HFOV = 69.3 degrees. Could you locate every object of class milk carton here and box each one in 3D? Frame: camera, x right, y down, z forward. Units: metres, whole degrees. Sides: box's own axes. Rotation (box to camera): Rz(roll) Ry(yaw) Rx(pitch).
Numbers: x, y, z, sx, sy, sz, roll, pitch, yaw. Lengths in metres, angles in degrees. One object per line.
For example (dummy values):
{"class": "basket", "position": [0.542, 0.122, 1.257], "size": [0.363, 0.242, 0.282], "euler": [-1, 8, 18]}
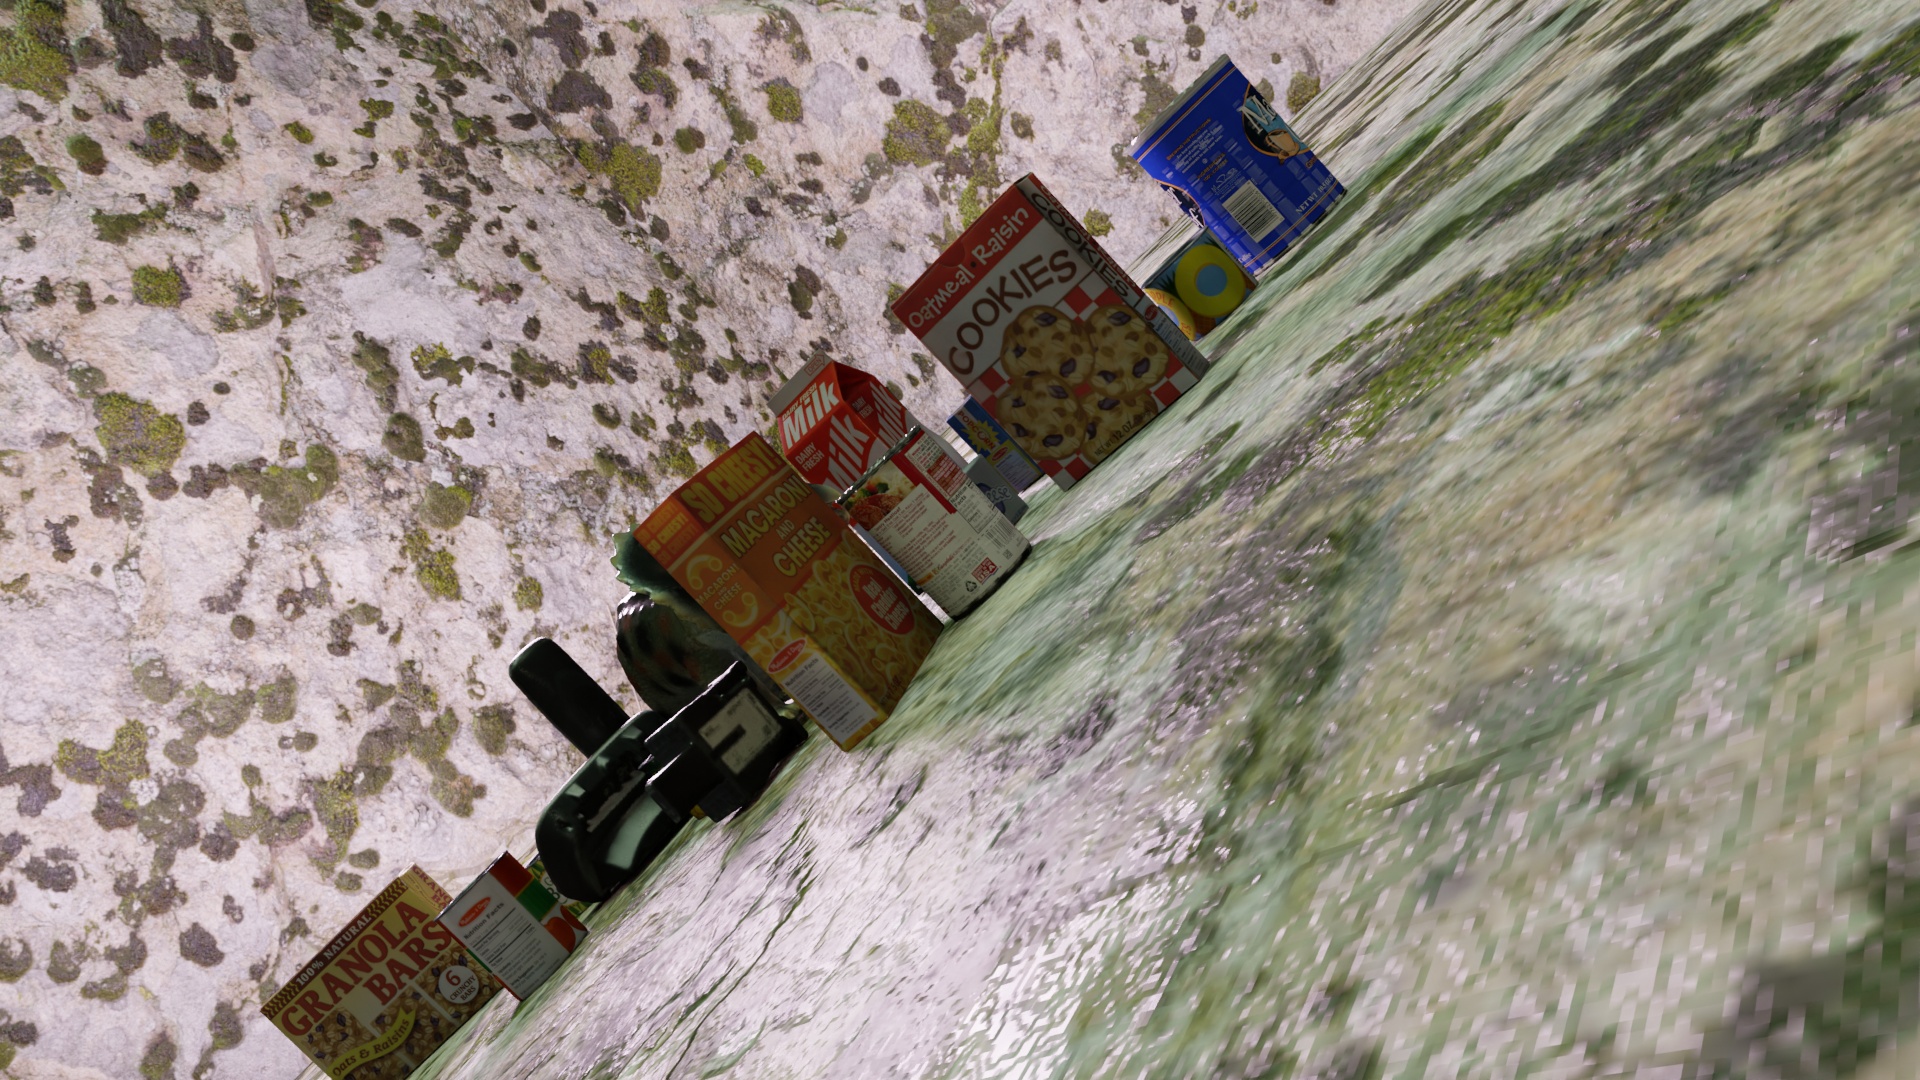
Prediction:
{"class": "milk carton", "position": [-0.064, -0.058, 1.078], "size": [0.072, 0.190, 0.074], "euler": [-41, 6, 27]}

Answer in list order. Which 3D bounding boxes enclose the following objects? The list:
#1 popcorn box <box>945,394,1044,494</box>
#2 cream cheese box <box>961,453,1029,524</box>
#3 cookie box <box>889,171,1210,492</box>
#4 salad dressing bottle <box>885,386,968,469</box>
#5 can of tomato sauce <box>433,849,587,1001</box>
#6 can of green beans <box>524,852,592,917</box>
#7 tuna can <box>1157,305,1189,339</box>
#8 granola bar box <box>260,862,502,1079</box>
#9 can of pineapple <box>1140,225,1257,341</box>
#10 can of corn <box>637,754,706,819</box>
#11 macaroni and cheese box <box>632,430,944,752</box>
{"class": "popcorn box", "position": [0.052, -0.104, 1.142], "size": [0.038, 0.085, 0.127], "euler": [-40, 7, 39]}
{"class": "cream cheese box", "position": [0.003, -0.012, 0.966], "size": [0.024, 0.053, 0.104], "euler": [-39, 7, 44]}
{"class": "cookie box", "position": [0.056, -0.131, 0.890], "size": [0.122, 0.167, 0.040], "euler": [-41, 6, 32]}
{"class": "salad dressing bottle", "position": [-0.036, -0.079, 1.257], "size": [0.044, 0.147, 0.064], "euler": [-46, 6, -25]}
{"class": "can of tomato sauce", "position": [-0.316, 0.271, 0.980], "size": [0.071, 0.083, 0.071], "euler": [-43, 5, 5]}
{"class": "can of green beans", "position": [-0.314, 0.266, 1.138], "size": [0.071, 0.058, 0.071], "euler": [-43, 5, 5]}
{"class": "tuna can", "position": [0.159, -0.164, 1.096], "size": [0.071, 0.033, 0.071], "euler": [-43, 5, 5]}
{"class": "granola bar box", "position": [-0.464, 0.364, 1.135], "size": [0.165, 0.124, 0.039], "euler": [-43, 5, 5]}
{"class": "can of pineapple", "position": [0.176, -0.188, 1.028], "size": [0.071, 0.058, 0.071], "euler": [-43, 5, 5]}
{"class": "can of corn", "position": [-0.192, 0.164, 1.025], "size": [0.071, 0.058, 0.071], "euler": [-43, 5, 5]}
{"class": "macaroni and cheese box", "position": [-0.094, 0.025, 0.795], "size": [0.040, 0.166, 0.124], "euler": [-42, 6, 24]}
